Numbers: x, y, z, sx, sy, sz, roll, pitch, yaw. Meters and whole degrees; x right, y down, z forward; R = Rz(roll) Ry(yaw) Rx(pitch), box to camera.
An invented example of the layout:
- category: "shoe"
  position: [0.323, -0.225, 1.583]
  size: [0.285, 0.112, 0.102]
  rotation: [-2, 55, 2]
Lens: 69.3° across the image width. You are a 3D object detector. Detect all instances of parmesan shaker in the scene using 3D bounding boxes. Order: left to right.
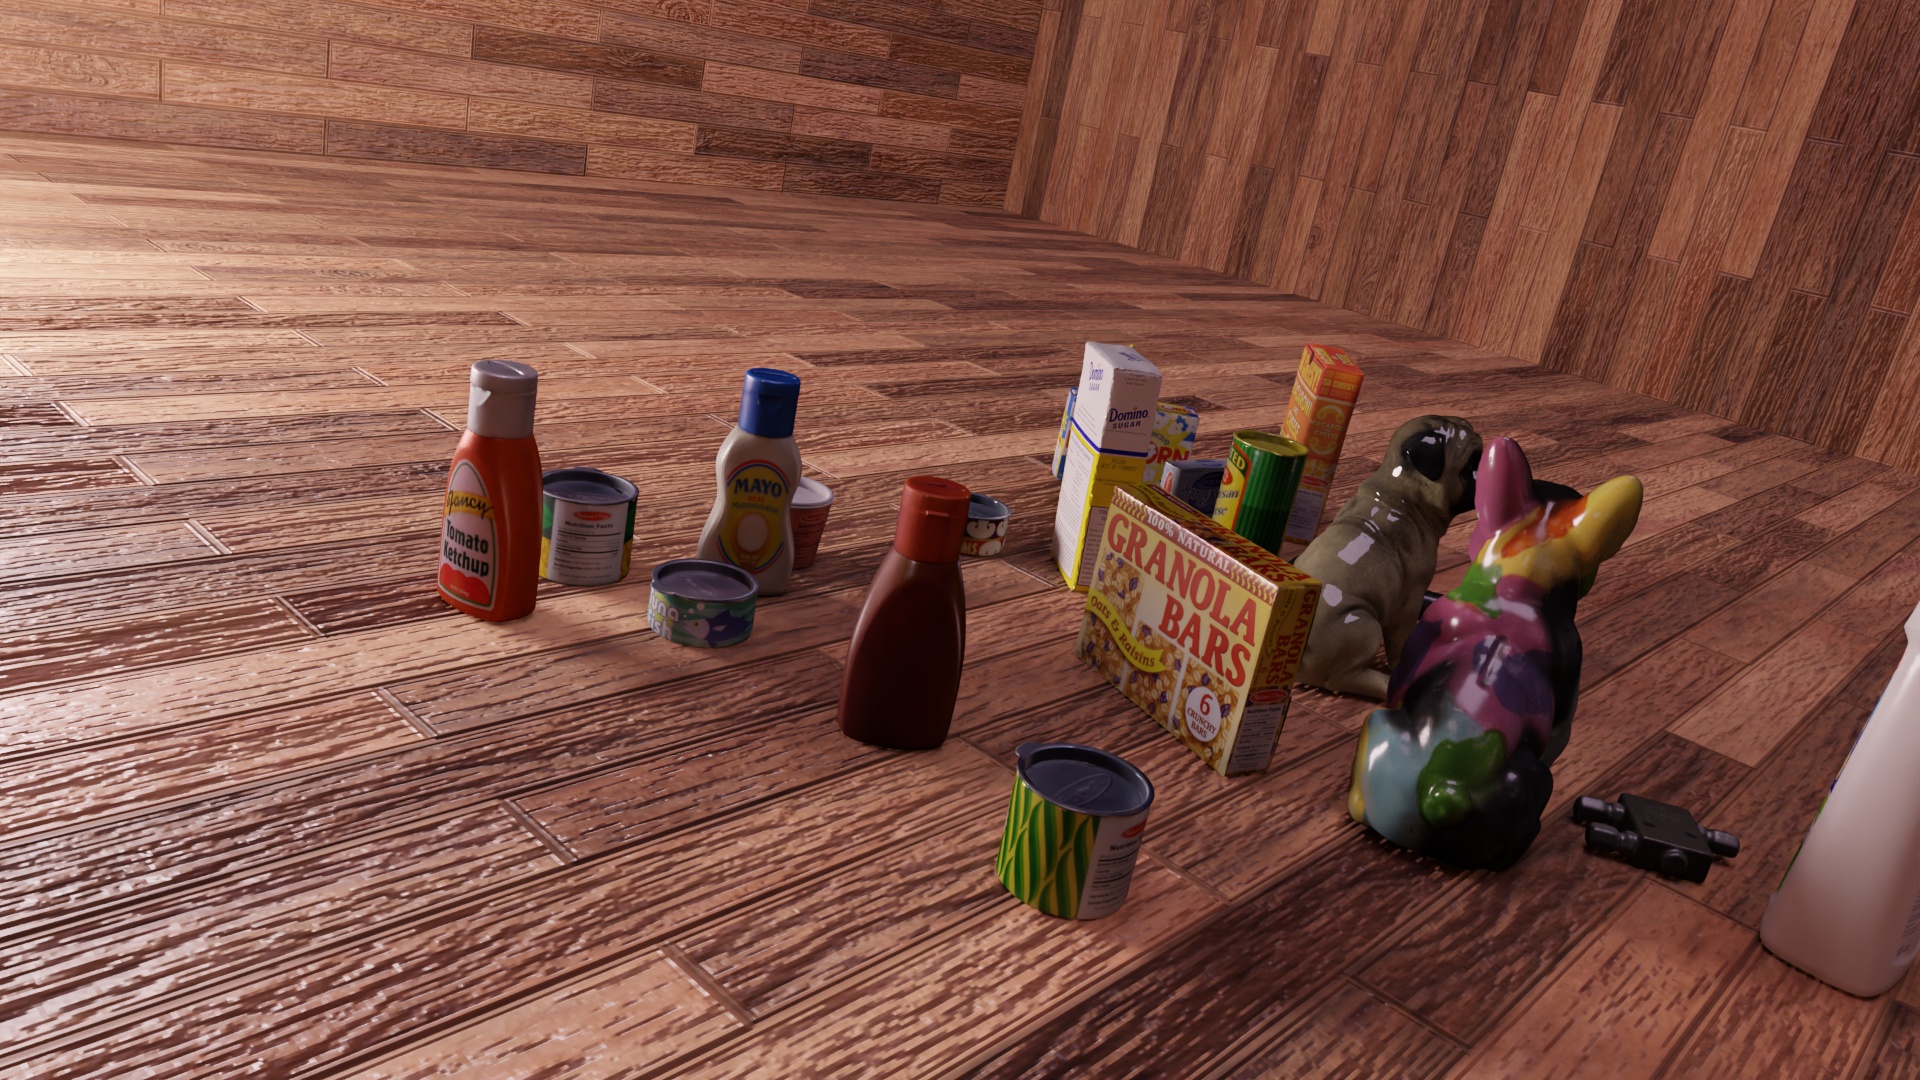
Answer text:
- category: "parmesan shaker"
  position: [0.257, -0.037, 1.206]
  size: [0.071, 0.102, 0.071]
  rotation: [10, 19, -3]

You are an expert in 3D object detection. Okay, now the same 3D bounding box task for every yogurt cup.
- category: "yogurt cup"
  position: [-0.128, -0.014, 0.995]
  size: [0.072, 0.053, 0.072]
  rotation: [10, 19, -3]

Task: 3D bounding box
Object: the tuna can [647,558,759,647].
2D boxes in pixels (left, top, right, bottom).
- category: "tuna can"
  position: [-0.161, 0.039, 0.860]
  size: [0.071, 0.032, 0.071]
  rotation: [10, 19, -3]

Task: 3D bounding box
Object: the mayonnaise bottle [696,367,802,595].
- category: "mayonnaise bottle"
  position: [-0.135, -0.038, 0.918]
  size: [0.065, 0.147, 0.041]
  rotation: [7, 19, -12]

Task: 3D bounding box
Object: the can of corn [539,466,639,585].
- category: "can of corn"
  position: [-0.247, -0.010, 0.910]
  size: [0.071, 0.058, 0.071]
  rotation: [10, 19, -3]

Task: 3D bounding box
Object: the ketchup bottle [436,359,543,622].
- category: "ketchup bottle"
  position: [-0.272, -0.030, 0.814]
  size: [0.065, 0.148, 0.044]
  rotation: [21, 21, 27]

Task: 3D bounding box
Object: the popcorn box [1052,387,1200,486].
- category: "popcorn box"
  position: [0.158, -0.094, 1.339]
  size: [0.127, 0.085, 0.038]
  rotation: [9, 19, -6]

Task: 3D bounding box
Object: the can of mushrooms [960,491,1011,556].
- category: "can of mushrooms"
  position: [0.004, -0.014, 1.102]
  size: [0.071, 0.033, 0.071]
  rotation: [10, 19, -3]

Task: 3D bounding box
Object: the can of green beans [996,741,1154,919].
- category: "can of green beans"
  position: [0.054, 0.138, 0.664]
  size: [0.071, 0.057, 0.071]
  rotation: [10, 19, -3]

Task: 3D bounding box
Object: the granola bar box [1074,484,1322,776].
- category: "granola bar box"
  position: [0.142, 0.050, 0.861]
  size: [0.039, 0.123, 0.166]
  rotation: [0, 22, -30]

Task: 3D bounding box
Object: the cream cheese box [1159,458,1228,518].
- category: "cream cheese box"
  position: [0.227, -0.047, 1.294]
  size: [0.104, 0.053, 0.024]
  rotation: [-4, 24, -38]

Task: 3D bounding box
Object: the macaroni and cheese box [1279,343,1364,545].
- category: "macaroni and cheese box"
  position: [0.329, -0.093, 1.311]
  size: [0.040, 0.165, 0.124]
  rotation: [12, 19, 2]

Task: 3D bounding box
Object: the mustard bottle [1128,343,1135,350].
- category: "mustard bottle"
  position: [0.134, -0.095, 1.213]
  size: [0.065, 0.159, 0.049]
  rotation: [3, 20, -23]

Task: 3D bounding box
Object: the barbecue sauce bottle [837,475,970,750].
- category: "barbecue sauce bottle"
  position: [-0.025, 0.040, 0.758]
  size: [0.065, 0.148, 0.044]
  rotation: [9, 19, -8]
